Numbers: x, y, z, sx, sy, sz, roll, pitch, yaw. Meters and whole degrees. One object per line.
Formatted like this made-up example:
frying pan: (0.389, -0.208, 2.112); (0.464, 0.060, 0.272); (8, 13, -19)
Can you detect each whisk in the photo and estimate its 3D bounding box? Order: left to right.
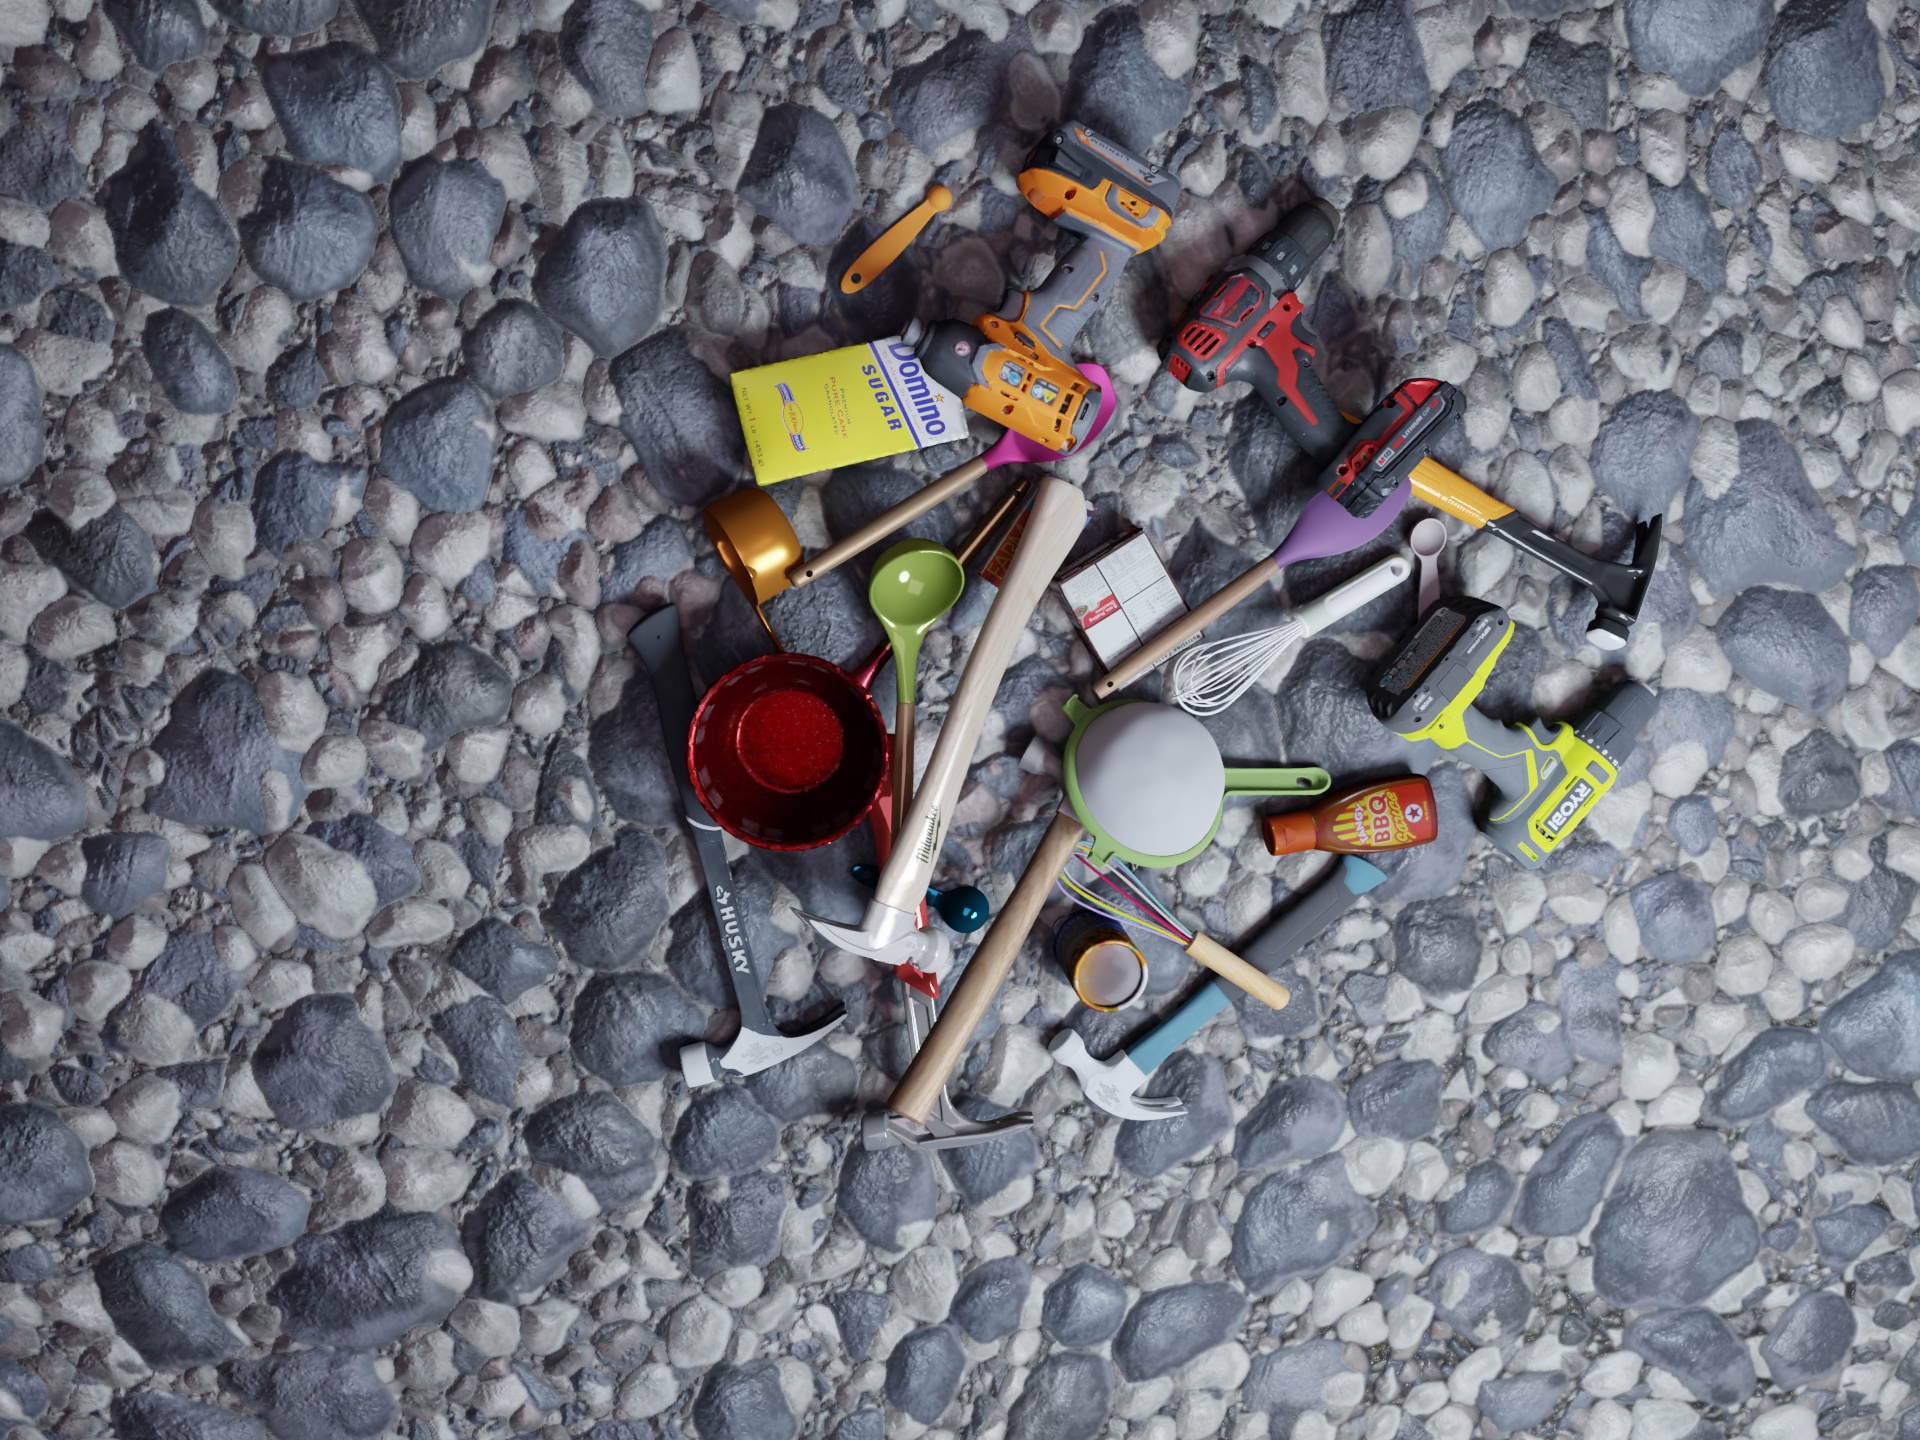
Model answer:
whisk: (0.183, 0.176, 1.381); (0.245, 0.047, 0.051); (33, 101, -5)
whisk: (0.282, -0.078, 1.350); (0.246, 0.059, 0.058); (-30, 93, -12)

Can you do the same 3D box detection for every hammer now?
hammer: (-0.204, 0.103, 1.331); (0.149, 0.036, 0.408); (-13, 103, -7)
hammer: (-0.033, 0.189, 1.352); (0.149, 0.037, 0.359); (-8, 97, 1)
hammer: (-0.002, -0.004, 1.271); (0.146, 0.038, 0.410); (23, 88, -40)
hammer: (0.039, 0.182, 1.319); (0.130, 0.031, 0.331); (29, 78, 6)
hammer: (0.243, 0.232, 1.422); (0.331, 0.033, 0.128); (-40, 103, 1)
hammer: (0.442, -0.189, 1.357); (0.336, 0.034, 0.127); (26, 75, -8)

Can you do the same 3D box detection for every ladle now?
ladle: (-0.045, -0.078, 1.323); (0.069, 0.031, 0.315); (39, 92, -13)
ladle: (-0.042, 0.013, 1.289); (0.078, 0.062, 0.320); (0, 96, -20)

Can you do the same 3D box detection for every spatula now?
spatula: (0.241, -0.114, 1.320); (0.316, 0.018, 0.059); (-36, 98, 1)

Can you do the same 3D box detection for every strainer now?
strainer: (0.214, 0.042, 1.337); (0.256, 0.069, 0.152); (1, 67, -22)

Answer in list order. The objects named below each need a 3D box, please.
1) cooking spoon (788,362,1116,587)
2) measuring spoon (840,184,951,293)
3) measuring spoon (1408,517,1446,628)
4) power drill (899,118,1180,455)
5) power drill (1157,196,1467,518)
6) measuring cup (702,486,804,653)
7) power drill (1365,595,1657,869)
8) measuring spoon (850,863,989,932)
cooking spoon: (-0.004, -0.194, 1.275); (0.319, 0.017, 0.068); (-34, 117, -15)
measuring spoon: (-0.052, -0.383, 1.267); (0.117, 0.011, 0.021); (-43, 104, 2)
measuring spoon: (0.405, -0.117, 1.389); (0.034, 0.018, 0.124); (-10, 109, -12)
power drill: (0.060, -0.342, 1.239); (0.164, 0.084, 0.226); (24, 87, -13)
power drill: (0.296, -0.296, 1.283); (0.227, 0.080, 0.188); (42, 85, 5)
measuring cup: (-0.147, -0.109, 1.283); (0.052, 0.095, 0.173); (-32, 124, -12)
power drill: (0.485, -0.004, 1.386); (0.228, 0.080, 0.190); (38, 94, -19)
measuring spoon: (-0.034, 0.152, 1.371); (0.128, 0.021, 0.042); (21, 98, -11)
